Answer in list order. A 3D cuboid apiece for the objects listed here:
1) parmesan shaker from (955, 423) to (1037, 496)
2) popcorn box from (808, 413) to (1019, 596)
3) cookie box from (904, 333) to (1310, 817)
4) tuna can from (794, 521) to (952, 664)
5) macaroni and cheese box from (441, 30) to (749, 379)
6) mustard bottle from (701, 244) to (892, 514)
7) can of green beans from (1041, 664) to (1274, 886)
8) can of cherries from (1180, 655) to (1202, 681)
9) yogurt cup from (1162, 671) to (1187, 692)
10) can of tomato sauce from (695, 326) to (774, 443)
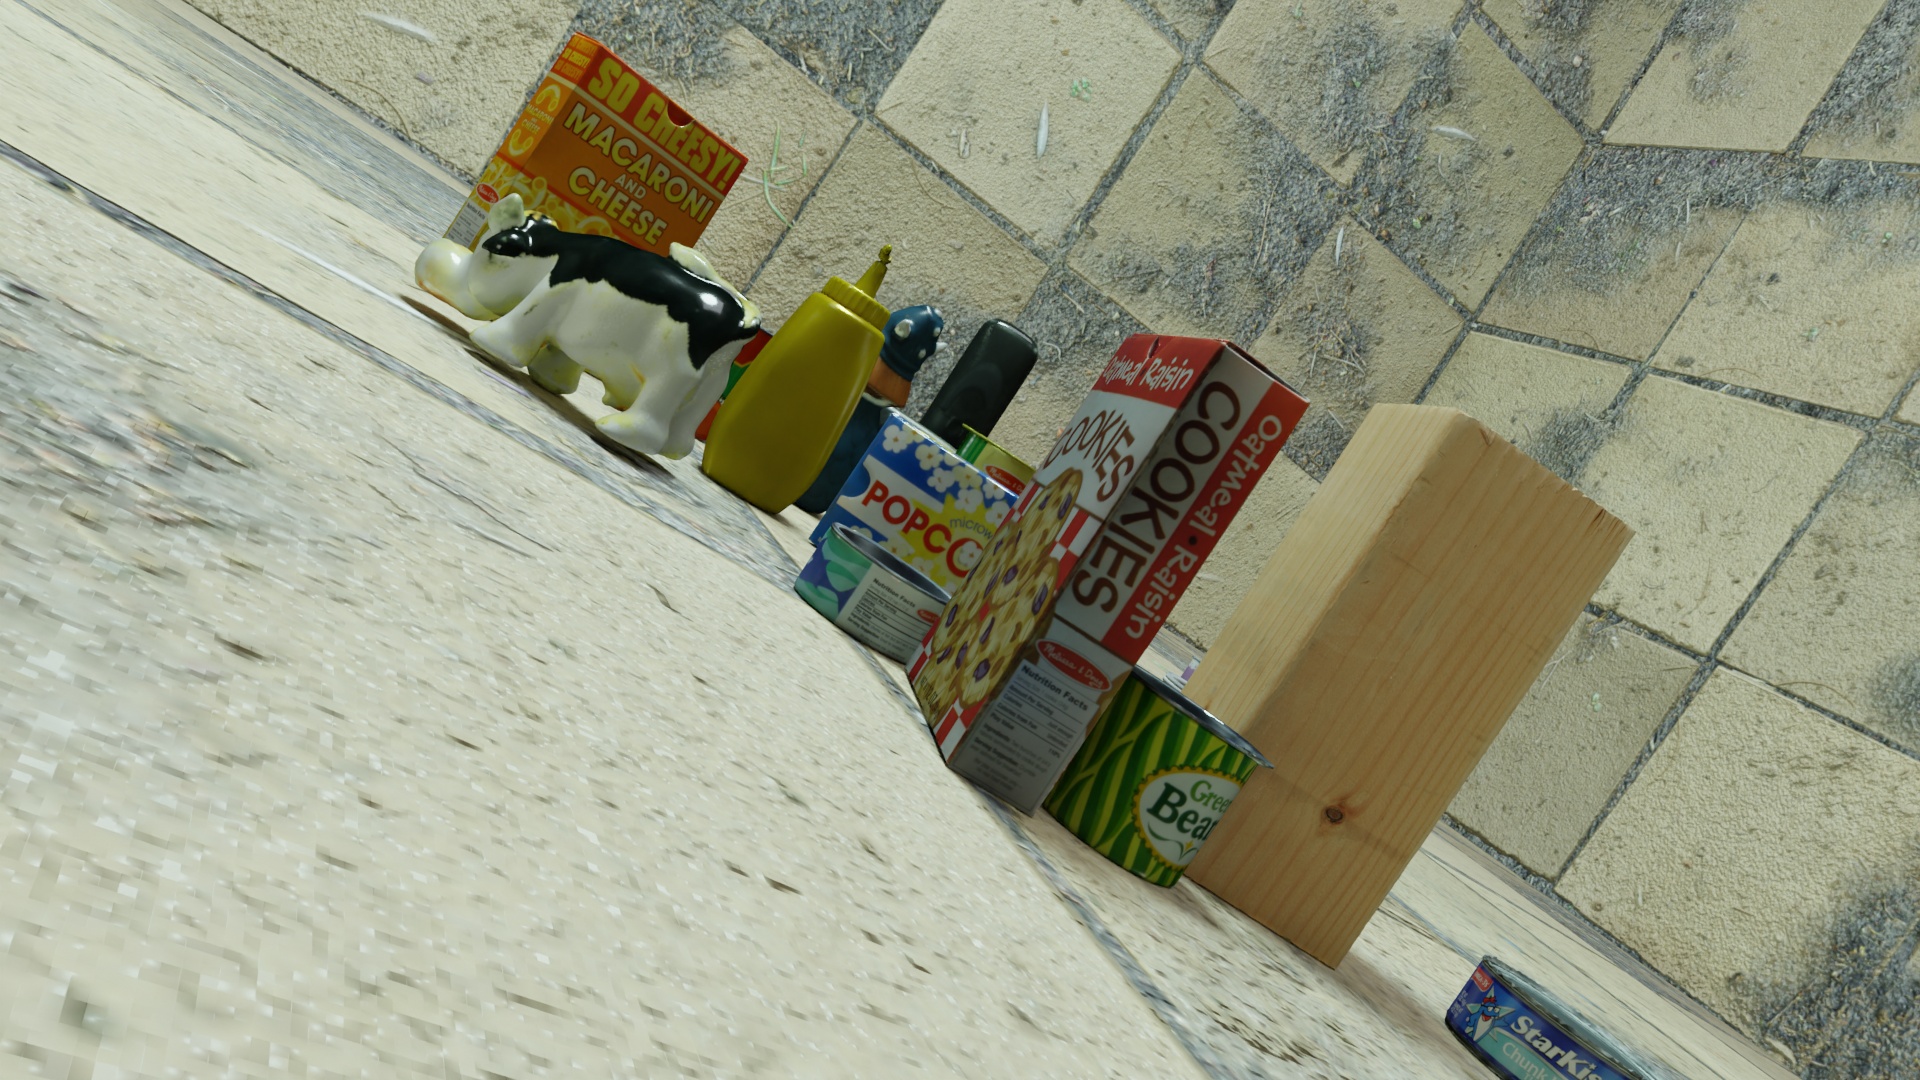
[{"bbox_3d":[0.003,-0.011,0.865,0.071,0.103,0.071,34,3,-2],"label":"parmesan shaker"},{"bbox_3d":[-0.006,0.001,0.751,0.127,0.085,0.038,35,3,19],"label":"popcorn box"},{"bbox_3d":[0.046,0.003,0.511,0.040,0.167,0.123,33,3,-12],"label":"cookie box"},{"bbox_3d":[-0.037,0.022,0.601,0.071,0.033,0.071,33,3,-2],"label":"tuna can"},{"bbox_3d":[-0.219,-0.194,0.827,0.040,0.166,0.123,36,4,40],"label":"macaroni and cheese box"},{"bbox_3d":[-0.080,-0.094,0.768,0.065,0.160,0.049,33,3,-17],"label":"mustard bottle"},{"bbox_3d":[0.066,0.083,0.504,0.071,0.058,0.071,34,3,-2],"label":"can of green beans"},{"bbox_3d":[0.172,0.121,0.965,0.071,0.058,0.071,34,3,-2],"label":"can of cherries"},{"bbox_3d":[0.114,0.105,0.679,0.072,0.054,0.072,34,3,-2],"label":"yogurt cup"},{"bbox_3d":[-0.162,-0.112,0.907,0.071,0.083,0.071,34,3,-2],"label":"can of tomato sauce"}]
